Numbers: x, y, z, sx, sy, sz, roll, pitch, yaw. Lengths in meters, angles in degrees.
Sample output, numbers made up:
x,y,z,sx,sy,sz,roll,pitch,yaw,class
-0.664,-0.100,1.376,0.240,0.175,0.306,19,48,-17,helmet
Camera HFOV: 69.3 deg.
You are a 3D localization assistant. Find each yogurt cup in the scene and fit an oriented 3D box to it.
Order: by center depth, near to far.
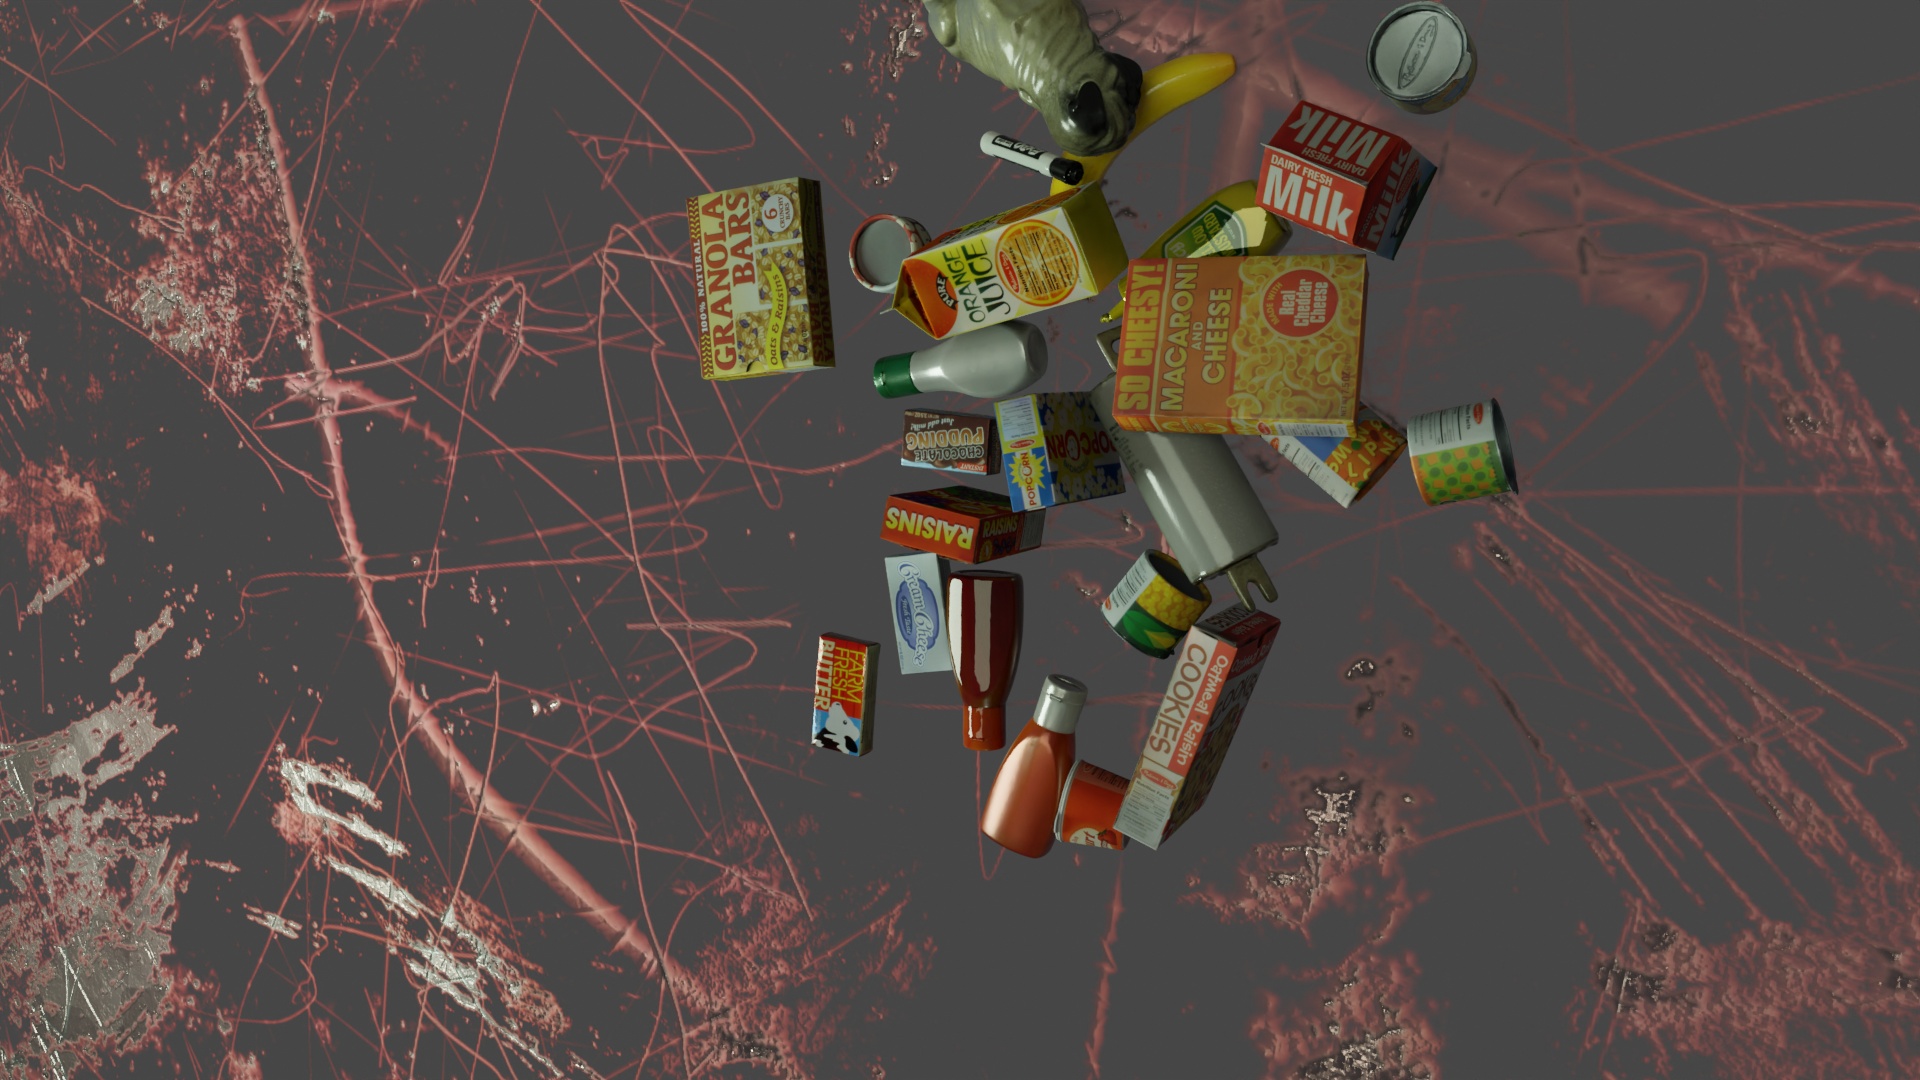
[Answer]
x,y,z,sx,sy,sz,roll,pitch,yaw,class
0.112,0.216,1.118,0.054,0.072,0.072,13,101,18,yogurt cup

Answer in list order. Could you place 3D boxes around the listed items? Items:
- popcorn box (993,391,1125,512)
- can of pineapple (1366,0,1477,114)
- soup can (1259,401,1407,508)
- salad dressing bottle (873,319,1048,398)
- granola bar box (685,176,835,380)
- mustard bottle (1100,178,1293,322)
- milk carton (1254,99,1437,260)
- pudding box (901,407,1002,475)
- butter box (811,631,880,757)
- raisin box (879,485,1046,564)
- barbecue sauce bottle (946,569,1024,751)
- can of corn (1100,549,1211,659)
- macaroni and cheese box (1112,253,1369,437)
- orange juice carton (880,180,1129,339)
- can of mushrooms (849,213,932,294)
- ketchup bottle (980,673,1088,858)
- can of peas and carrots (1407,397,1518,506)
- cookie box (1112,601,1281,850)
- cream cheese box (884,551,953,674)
x,y,z,sx,sy,sz,roll,pitch,yaw,class
0.079,-0.070,1.070,0.038,0.127,0.085,-10,91,32,popcorn box
0.320,-0.330,0.958,0.071,0.058,0.071,3,97,27,can of pineapple
0.272,-0.076,1.005,0.084,0.071,0.071,43,113,16,soup can
-0.002,-0.146,1.153,0.147,0.044,0.064,-6,98,29,salad dressing bottle
-0.179,-0.231,1.238,0.124,0.039,0.165,-3,93,28,granola bar box
0.171,-0.207,1.053,0.159,0.049,0.065,-33,81,26,mustard bottle
0.256,-0.239,0.926,0.072,0.191,0.073,29,108,22,milk carton
-0.007,-0.083,1.168,0.084,0.030,0.049,9,100,27,pudding box
-0.103,0.137,1.243,0.053,0.024,0.103,9,99,26,butter box
0.004,-0.014,1.117,0.086,0.124,0.040,15,102,25,raisin box
0.020,0.100,1.165,0.065,0.044,0.148,3,97,20,barbecue sauce bottle
0.154,0.050,1.079,0.071,0.071,0.058,43,112,17,can of corn
0.199,-0.137,0.983,0.166,0.040,0.124,3,77,21,macaroni and cheese box
0.027,-0.214,1.096,0.192,0.072,0.073,-11,113,35,orange juice carton
-0.060,-0.245,1.178,0.071,0.033,0.071,4,97,28,can of mushrooms
0.066,0.185,1.149,0.065,0.043,0.148,23,105,23,ketchup bottle
0.350,-0.059,0.967,0.058,0.071,0.071,-12,90,28,can of peas and carrots
0.180,0.135,1.040,0.040,0.123,0.167,25,106,22,cookie box
-0.031,0.061,1.198,0.053,0.024,0.103,-8,92,27,cream cheese box
